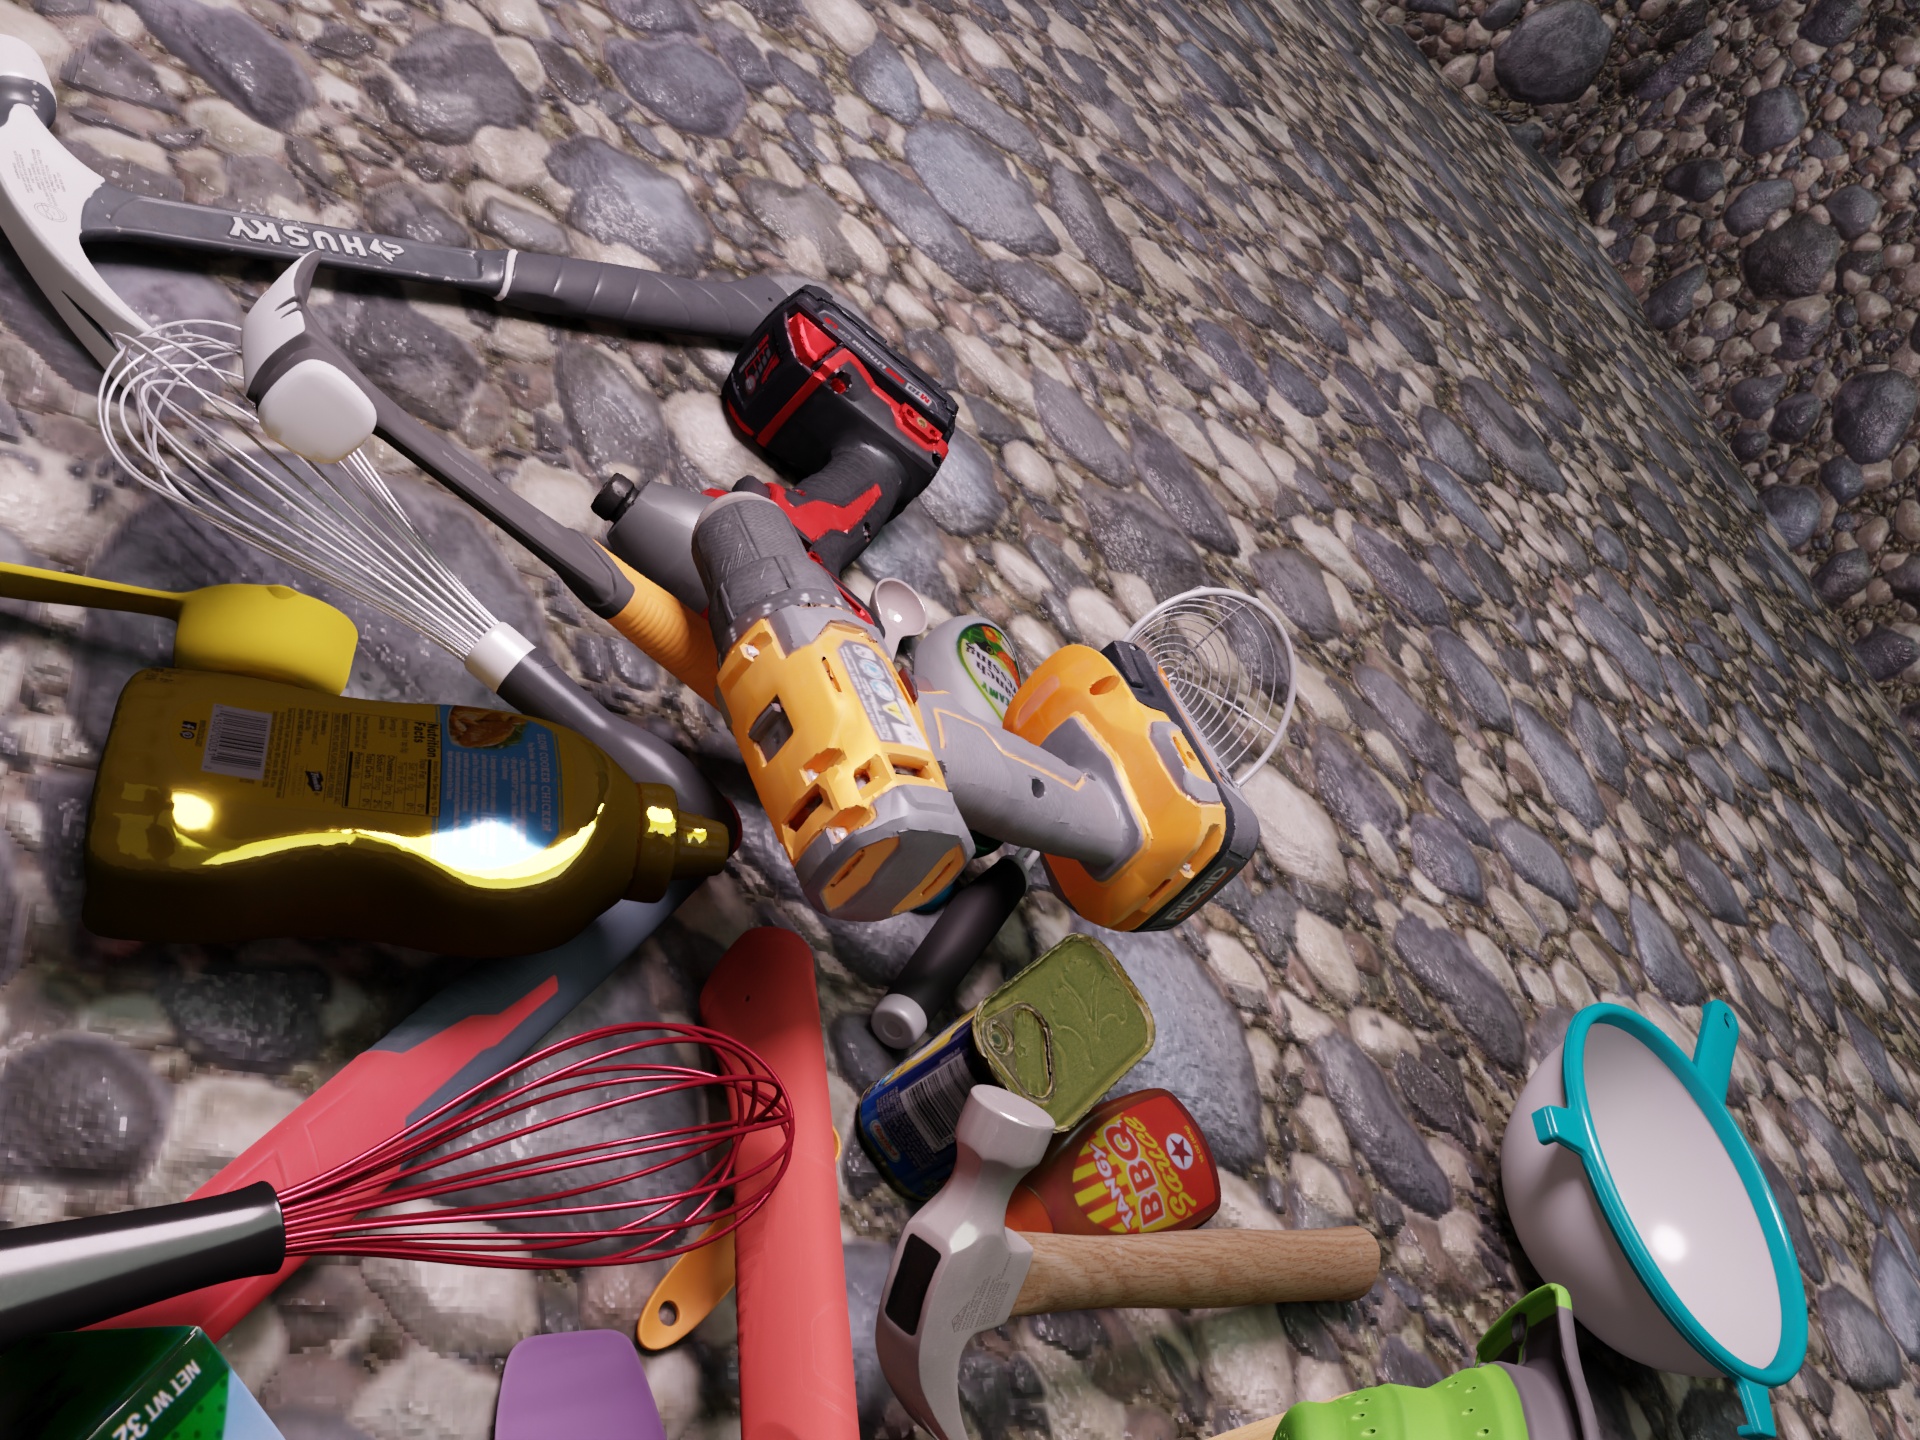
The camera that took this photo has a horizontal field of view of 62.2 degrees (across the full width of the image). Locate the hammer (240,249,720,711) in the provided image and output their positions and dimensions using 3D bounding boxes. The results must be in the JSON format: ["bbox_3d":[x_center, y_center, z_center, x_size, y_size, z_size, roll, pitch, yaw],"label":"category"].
[{"bbox_3d":[-0.131,-0.048,0.628,0.336,0.034,0.127,41,8,-39],"label":"hammer"}]

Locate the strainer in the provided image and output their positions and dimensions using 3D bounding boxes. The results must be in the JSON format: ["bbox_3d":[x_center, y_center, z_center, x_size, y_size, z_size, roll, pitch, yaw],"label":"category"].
[{"bbox_3d":[0.402,0.257,0.944,0.211,0.095,0.340,56,34,5],"label":"strainer"}]

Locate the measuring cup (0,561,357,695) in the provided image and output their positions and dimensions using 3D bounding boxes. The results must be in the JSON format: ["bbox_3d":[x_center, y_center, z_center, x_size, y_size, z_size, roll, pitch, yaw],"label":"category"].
[{"bbox_3d":[-0.280,-0.029,0.517,0.156,0.062,0.029,10,65,-28],"label":"measuring cup"}]

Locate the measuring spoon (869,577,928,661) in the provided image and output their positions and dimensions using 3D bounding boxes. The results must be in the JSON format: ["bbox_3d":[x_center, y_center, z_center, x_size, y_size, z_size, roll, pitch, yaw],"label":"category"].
[{"bbox_3d":[-0.047,-0.026,0.790,0.034,0.018,0.124,40,43,-16],"label":"measuring spoon"}]

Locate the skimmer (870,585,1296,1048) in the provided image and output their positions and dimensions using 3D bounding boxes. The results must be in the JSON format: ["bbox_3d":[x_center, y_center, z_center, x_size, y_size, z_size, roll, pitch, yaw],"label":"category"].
[{"bbox_3d":[0.075,0.046,0.785,0.363,0.090,0.127,-46,129,-52],"label":"skimmer"}]

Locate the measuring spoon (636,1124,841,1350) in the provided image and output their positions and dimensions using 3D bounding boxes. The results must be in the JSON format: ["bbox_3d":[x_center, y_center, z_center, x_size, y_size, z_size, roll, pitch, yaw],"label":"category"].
[{"bbox_3d":[-0.079,0.182,0.568,0.021,0.011,0.117,53,39,-3],"label":"measuring spoon"}]

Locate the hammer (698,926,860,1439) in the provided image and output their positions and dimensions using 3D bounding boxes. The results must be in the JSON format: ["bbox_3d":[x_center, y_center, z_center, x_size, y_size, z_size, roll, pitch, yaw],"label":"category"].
[{"bbox_3d":[-0.041,0.191,0.474,0.359,0.149,0.036,-103,168,-54],"label":"hammer"}]

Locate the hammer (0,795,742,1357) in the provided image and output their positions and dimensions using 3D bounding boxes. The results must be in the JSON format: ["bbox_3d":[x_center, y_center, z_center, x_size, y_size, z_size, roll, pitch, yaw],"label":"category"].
[{"bbox_3d":[-0.169,0.133,0.489,0.143,0.038,0.386,49,35,-3],"label":"hammer"}]

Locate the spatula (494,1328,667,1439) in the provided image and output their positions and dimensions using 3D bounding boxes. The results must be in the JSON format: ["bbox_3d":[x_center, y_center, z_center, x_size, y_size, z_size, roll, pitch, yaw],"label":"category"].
[{"bbox_3d":[-0.066,0.305,0.411,0.059,0.018,0.316,12,37,-42],"label":"spatula"}]

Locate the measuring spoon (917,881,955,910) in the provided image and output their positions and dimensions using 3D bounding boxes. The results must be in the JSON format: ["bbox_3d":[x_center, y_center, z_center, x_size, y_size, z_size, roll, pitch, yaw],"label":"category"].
[{"bbox_3d":[-0.018,0.032,0.756,0.042,0.021,0.129,26,41,-29],"label":"measuring spoon"}]

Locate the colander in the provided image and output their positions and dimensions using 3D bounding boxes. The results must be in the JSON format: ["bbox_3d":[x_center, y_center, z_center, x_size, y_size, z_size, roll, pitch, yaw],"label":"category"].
[{"bbox_3d":[0.133,0.382,0.535,0.094,0.204,0.397,14,56,8],"label":"colander"}]

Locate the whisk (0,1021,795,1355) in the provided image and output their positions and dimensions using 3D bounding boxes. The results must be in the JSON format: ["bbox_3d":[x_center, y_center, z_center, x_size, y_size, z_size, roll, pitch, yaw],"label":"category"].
[{"bbox_3d":[-0.163,0.130,0.421,0.295,0.073,0.073,-2,60,-43],"label":"whisk"}]

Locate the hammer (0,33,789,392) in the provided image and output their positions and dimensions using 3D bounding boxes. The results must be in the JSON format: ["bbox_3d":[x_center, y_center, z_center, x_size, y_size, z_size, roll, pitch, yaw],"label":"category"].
[{"bbox_3d":[-0.226,-0.207,0.742,0.408,0.036,0.149,-7,64,-50],"label":"hammer"}]

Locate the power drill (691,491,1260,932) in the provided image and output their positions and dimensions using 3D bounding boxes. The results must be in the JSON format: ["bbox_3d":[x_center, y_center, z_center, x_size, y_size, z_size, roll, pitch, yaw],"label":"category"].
[{"bbox_3d":[-0.001,-0.002,0.638,0.226,0.084,0.186,12,40,-44],"label":"power drill"}]

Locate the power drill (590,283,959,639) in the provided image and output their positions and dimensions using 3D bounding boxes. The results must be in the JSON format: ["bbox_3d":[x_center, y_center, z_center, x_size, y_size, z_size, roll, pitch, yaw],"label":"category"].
[{"bbox_3d":[-0.087,-0.112,0.774,0.143,0.078,0.220,37,40,-17],"label":"power drill"}]

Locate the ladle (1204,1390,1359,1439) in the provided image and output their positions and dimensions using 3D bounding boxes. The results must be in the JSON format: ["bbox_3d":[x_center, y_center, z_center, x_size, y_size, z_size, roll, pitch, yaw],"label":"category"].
[{"bbox_3d":[0.078,0.297,0.616,0.315,0.031,0.069,8,51,-45],"label":"ladle"}]

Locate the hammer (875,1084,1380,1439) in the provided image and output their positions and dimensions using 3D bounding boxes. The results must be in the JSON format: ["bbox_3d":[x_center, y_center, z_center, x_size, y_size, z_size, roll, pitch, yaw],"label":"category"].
[{"bbox_3d":[0.085,0.223,0.639,0.031,0.130,0.331,24,2,42],"label":"hammer"}]

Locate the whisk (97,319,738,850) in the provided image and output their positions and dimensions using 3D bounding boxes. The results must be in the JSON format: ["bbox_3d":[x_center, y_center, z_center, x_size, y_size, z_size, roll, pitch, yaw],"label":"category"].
[{"bbox_3d":[-0.193,-0.044,0.580,0.284,0.070,0.070,40,36,-4],"label":"whisk"}]
